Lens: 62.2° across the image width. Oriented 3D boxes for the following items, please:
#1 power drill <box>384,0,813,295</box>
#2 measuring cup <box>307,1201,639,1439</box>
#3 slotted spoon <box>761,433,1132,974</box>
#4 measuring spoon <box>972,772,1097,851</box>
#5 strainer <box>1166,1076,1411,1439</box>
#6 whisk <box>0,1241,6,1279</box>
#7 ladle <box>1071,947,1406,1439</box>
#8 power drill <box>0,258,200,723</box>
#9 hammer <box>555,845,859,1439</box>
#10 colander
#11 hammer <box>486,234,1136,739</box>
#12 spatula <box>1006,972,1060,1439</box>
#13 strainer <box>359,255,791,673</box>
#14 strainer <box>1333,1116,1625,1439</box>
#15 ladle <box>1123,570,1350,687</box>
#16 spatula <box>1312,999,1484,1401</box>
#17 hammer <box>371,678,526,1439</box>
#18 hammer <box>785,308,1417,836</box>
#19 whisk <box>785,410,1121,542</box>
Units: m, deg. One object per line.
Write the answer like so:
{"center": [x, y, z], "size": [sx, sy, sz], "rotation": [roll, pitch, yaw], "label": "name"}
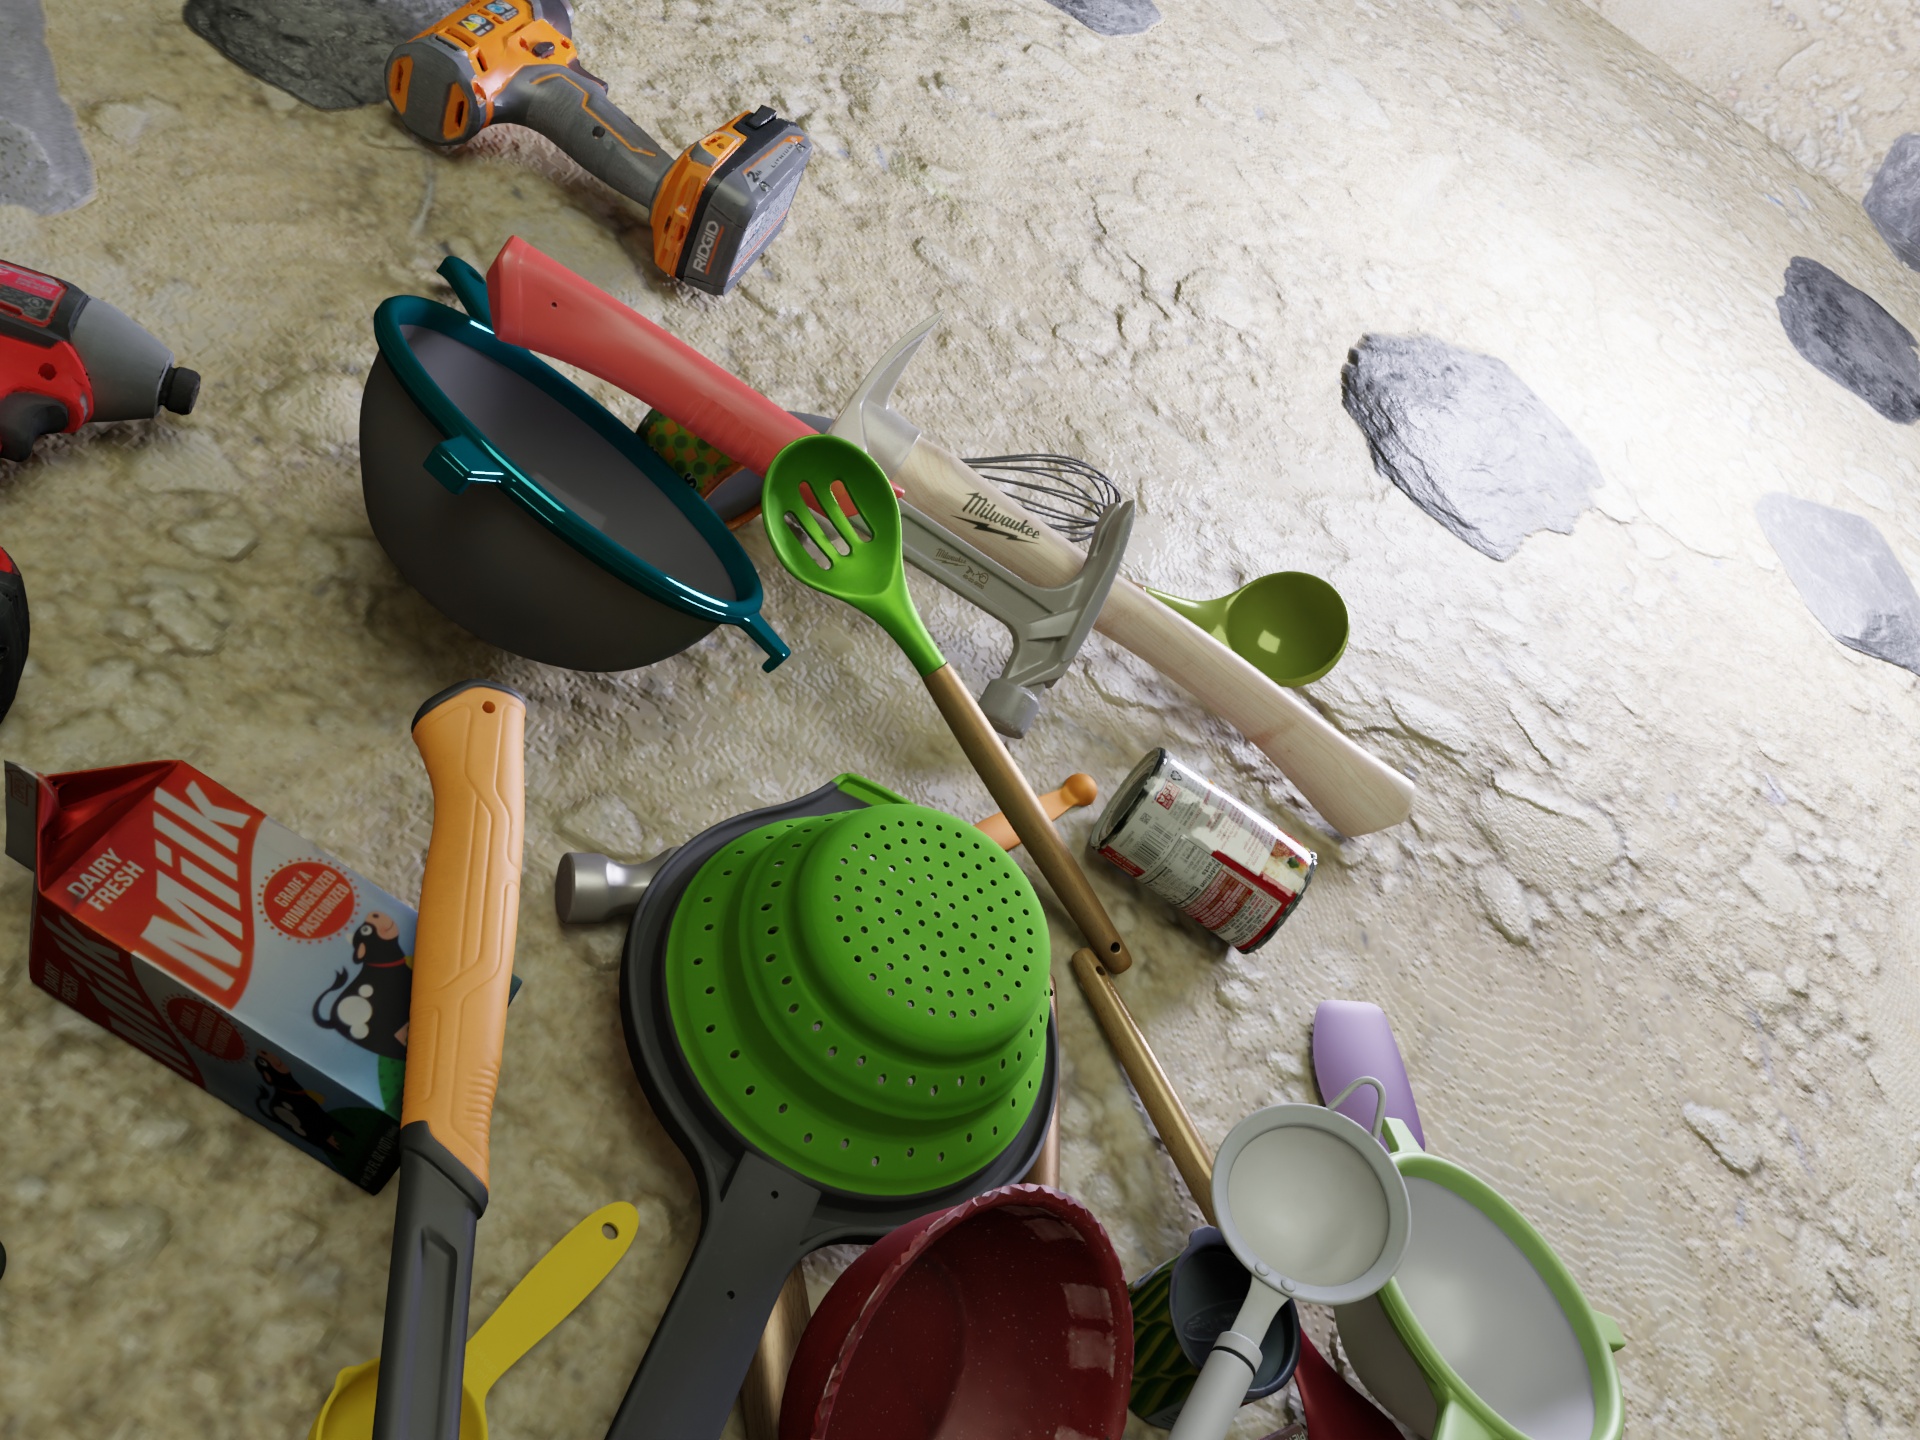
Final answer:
{"center": [-0.212, -0.371, 0.981], "size": [0.226, 0.084, 0.164], "rotation": [29, 45, -5], "label": "power drill"}
{"center": [-0.170, 0.229, 0.575], "size": [0.062, 0.029, 0.156], "rotation": [44, 33, 5], "label": "measuring cup"}
{"center": [-0.001, -0.003, 0.798], "size": [0.070, 0.031, 0.313], "rotation": [-35, 97, -18], "label": "slotted spoon"}
{"center": [0.035, 0.051, 0.846], "size": [0.117, 0.011, 0.021], "rotation": [-24, 71, -42], "label": "measuring spoon"}
{"center": [0.112, 0.248, 0.637], "size": [0.087, 0.050, 0.258], "rotation": [30, 49, 14], "label": "strainer"}
{"center": [-0.401, 0.197, 0.438], "size": [0.246, 0.058, 0.059], "rotation": [-14, 99, -42], "label": "whisk"}
{"center": [0.131, 0.244, 0.745], "size": [0.069, 0.031, 0.316], "rotation": [-6, 57, -42], "label": "ladle"}
{"center": [-0.409, -0.106, 0.650], "size": [0.143, 0.078, 0.220], "rotation": [16, 46, -22], "label": "power drill"}
{"center": [-0.081, 0.200, 0.642], "size": [0.130, 0.031, 0.332], "rotation": [4, 55, -29], "label": "hammer"}
{"center": [-0.054, 0.156, 0.604], "size": [0.204, 0.094, 0.397], "rotation": [31, 46, -7], "label": "colander"}
{"center": [-0.073, -0.138, 0.816], "size": [0.358, 0.037, 0.149], "rotation": [31, 79, -23], "label": "hammer"}
{"center": [0.026, 0.238, 0.676], "size": [0.082, 0.044, 0.318], "rotation": [21, 40, -12], "label": "spatula"}
{"center": [-0.227, -0.126, 0.773], "size": [0.210, 0.095, 0.341], "rotation": [31, 15, -45], "label": "strainer"}
{"center": [0.199, 0.294, 0.675], "size": [0.151, 0.069, 0.256], "rotation": [43, 30, 6], "label": "strainer"}
{"center": [0.091, -0.087, 0.962], "size": [0.320, 0.062, 0.078], "rotation": [15, 67, -18], "label": "ladle"}
{"center": [0.230, 0.281, 0.783], "size": [0.059, 0.018, 0.316], "rotation": [7, 52, -22], "label": "spatula"}
{"center": [-0.165, 0.130, 0.541], "size": [0.127, 0.034, 0.337], "rotation": [11, 52, -25], "label": "hammer"}
{"center": [0.104, -0.068, 0.930], "size": [0.410, 0.038, 0.146], "rotation": [34, 80, -10], "label": "hammer"}
{"center": [-0.010, -0.149, 0.954], "size": [0.238, 0.055, 0.055], "rotation": [11, 51, -19], "label": "whisk"}
